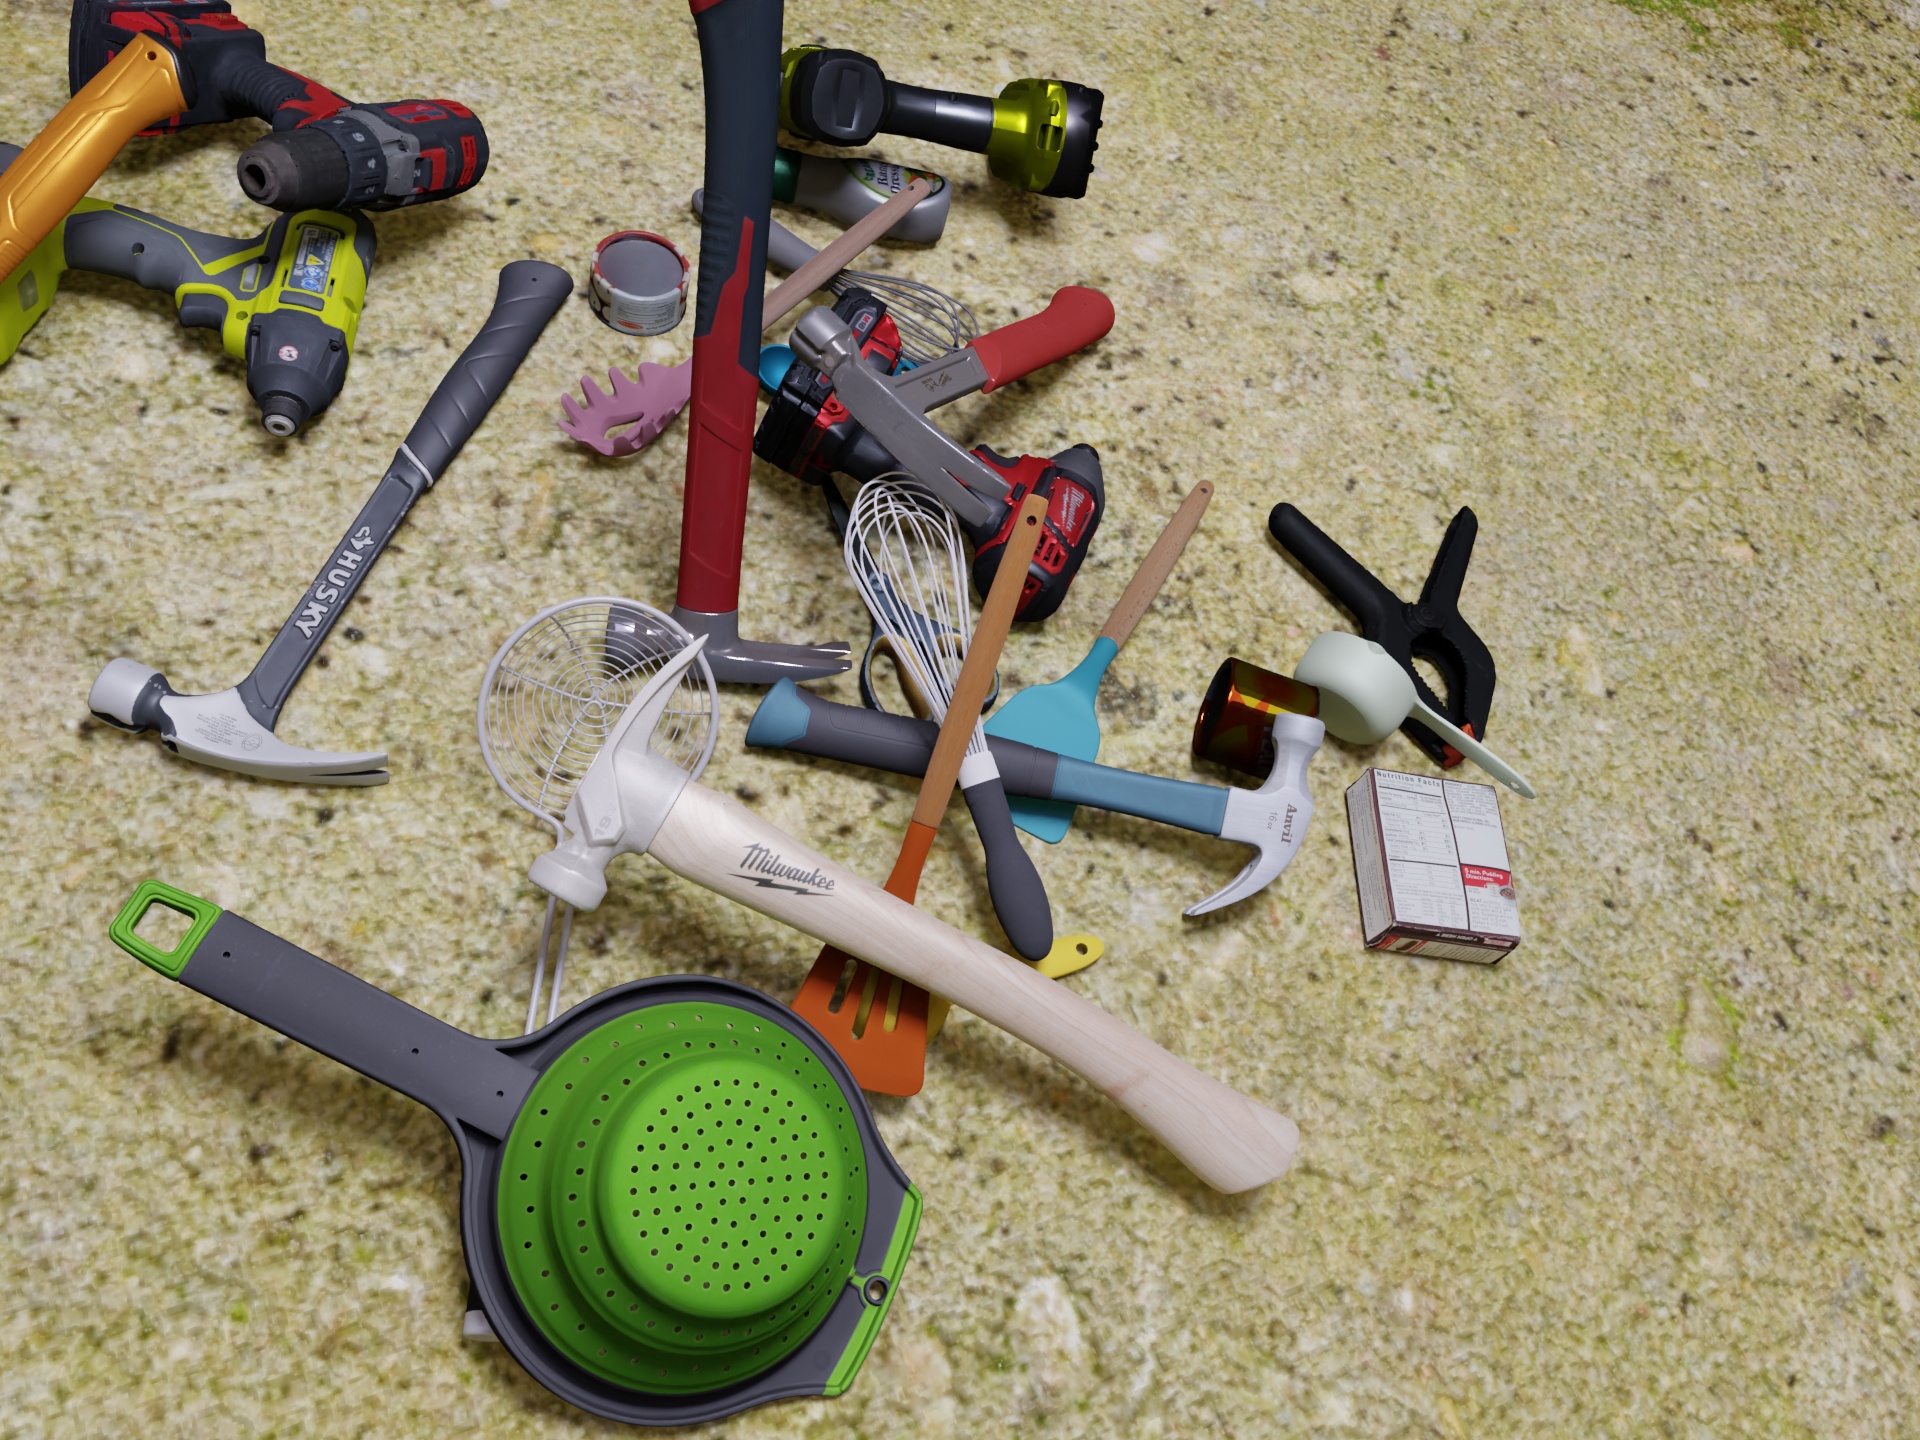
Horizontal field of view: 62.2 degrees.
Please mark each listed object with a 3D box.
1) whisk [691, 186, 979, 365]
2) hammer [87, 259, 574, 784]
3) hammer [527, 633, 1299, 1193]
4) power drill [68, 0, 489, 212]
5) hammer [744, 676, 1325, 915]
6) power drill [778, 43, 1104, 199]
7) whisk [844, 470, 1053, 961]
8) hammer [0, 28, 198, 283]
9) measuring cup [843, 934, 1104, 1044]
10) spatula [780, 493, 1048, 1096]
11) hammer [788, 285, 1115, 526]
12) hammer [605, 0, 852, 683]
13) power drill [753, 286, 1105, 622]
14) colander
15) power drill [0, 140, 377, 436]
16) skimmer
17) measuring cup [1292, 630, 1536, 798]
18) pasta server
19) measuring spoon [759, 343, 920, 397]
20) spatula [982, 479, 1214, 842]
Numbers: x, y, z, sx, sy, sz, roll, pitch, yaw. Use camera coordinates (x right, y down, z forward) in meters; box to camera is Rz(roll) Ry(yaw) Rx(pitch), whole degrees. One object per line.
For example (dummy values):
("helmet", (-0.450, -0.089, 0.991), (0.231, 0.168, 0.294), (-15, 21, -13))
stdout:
("whisk", (-0.090, -0.311, 1.104), (0.239, 0.055, 0.055), (33, 56, 11))
("hammer", (-0.325, -0.135, 0.935), (0.149, 0.036, 0.409), (22, 56, -4))
("hammer", (-0.001, 0.116, 0.805), (0.410, 0.038, 0.146), (30, 80, -9))
("power drill", (-0.428, -0.368, 0.967), (0.227, 0.080, 0.188), (24, 31, 10))
("hammer", (0.041, 0.029, 0.926), (0.331, 0.033, 0.128), (12, 85, -3))
("power drill", (-0.029, -0.442, 1.158), (0.228, 0.080, 0.191), (3, 21, -21))
("whisk", (-0.002, -0.002, 0.884), (0.070, 0.070, 0.284), (-16, 85, -25))
("hammer", (-0.536, -0.241, 0.845), (0.127, 0.034, 0.337), (38, 79, -11))
("measuring cup", (0.013, 0.138, 0.872), (0.156, 0.029, 0.062), (-12, 64, -20))
("spatula", (-0.010, 0.033, 0.837), (0.081, 0.041, 0.322), (19, 87, -5))
("hammer", (0.033, -0.224, 1.008), (0.149, 0.036, 0.359), (43, 32, 4))
("hammer", (-0.108, -0.192, 0.839), (0.143, 0.386, 0.038), (4, 32, -11))
("power drill", (-0.008, -0.171, 1.020), (0.219, 0.078, 0.143), (32, 54, -7))
("colander", (-0.184, 0.170, 0.703), (0.397, 0.094, 0.205), (31, 63, -12))
("power drill", (-0.474, -0.253, 0.938), (0.223, 0.080, 0.171), (8, 57, -16))
("skimmer", (-0.198, 0.110, 0.789), (0.127, 0.090, 0.364), (15, 57, -20))
("measuring cup", (0.282, 0.009, 1.000), (0.168, 0.083, 0.038), (38, 72, 16))
("pasta server", (-0.131, -0.270, 1.040), (0.060, 0.040, 0.316), (37, 68, 22))
("measuring spoon", (-0.083, -0.233, 1.083), (0.128, 0.021, 0.042), (-7, 65, -31))
("spatula", (0.099, -0.058, 1.025), (0.082, 0.044, 0.318), (32, 51, 4))
